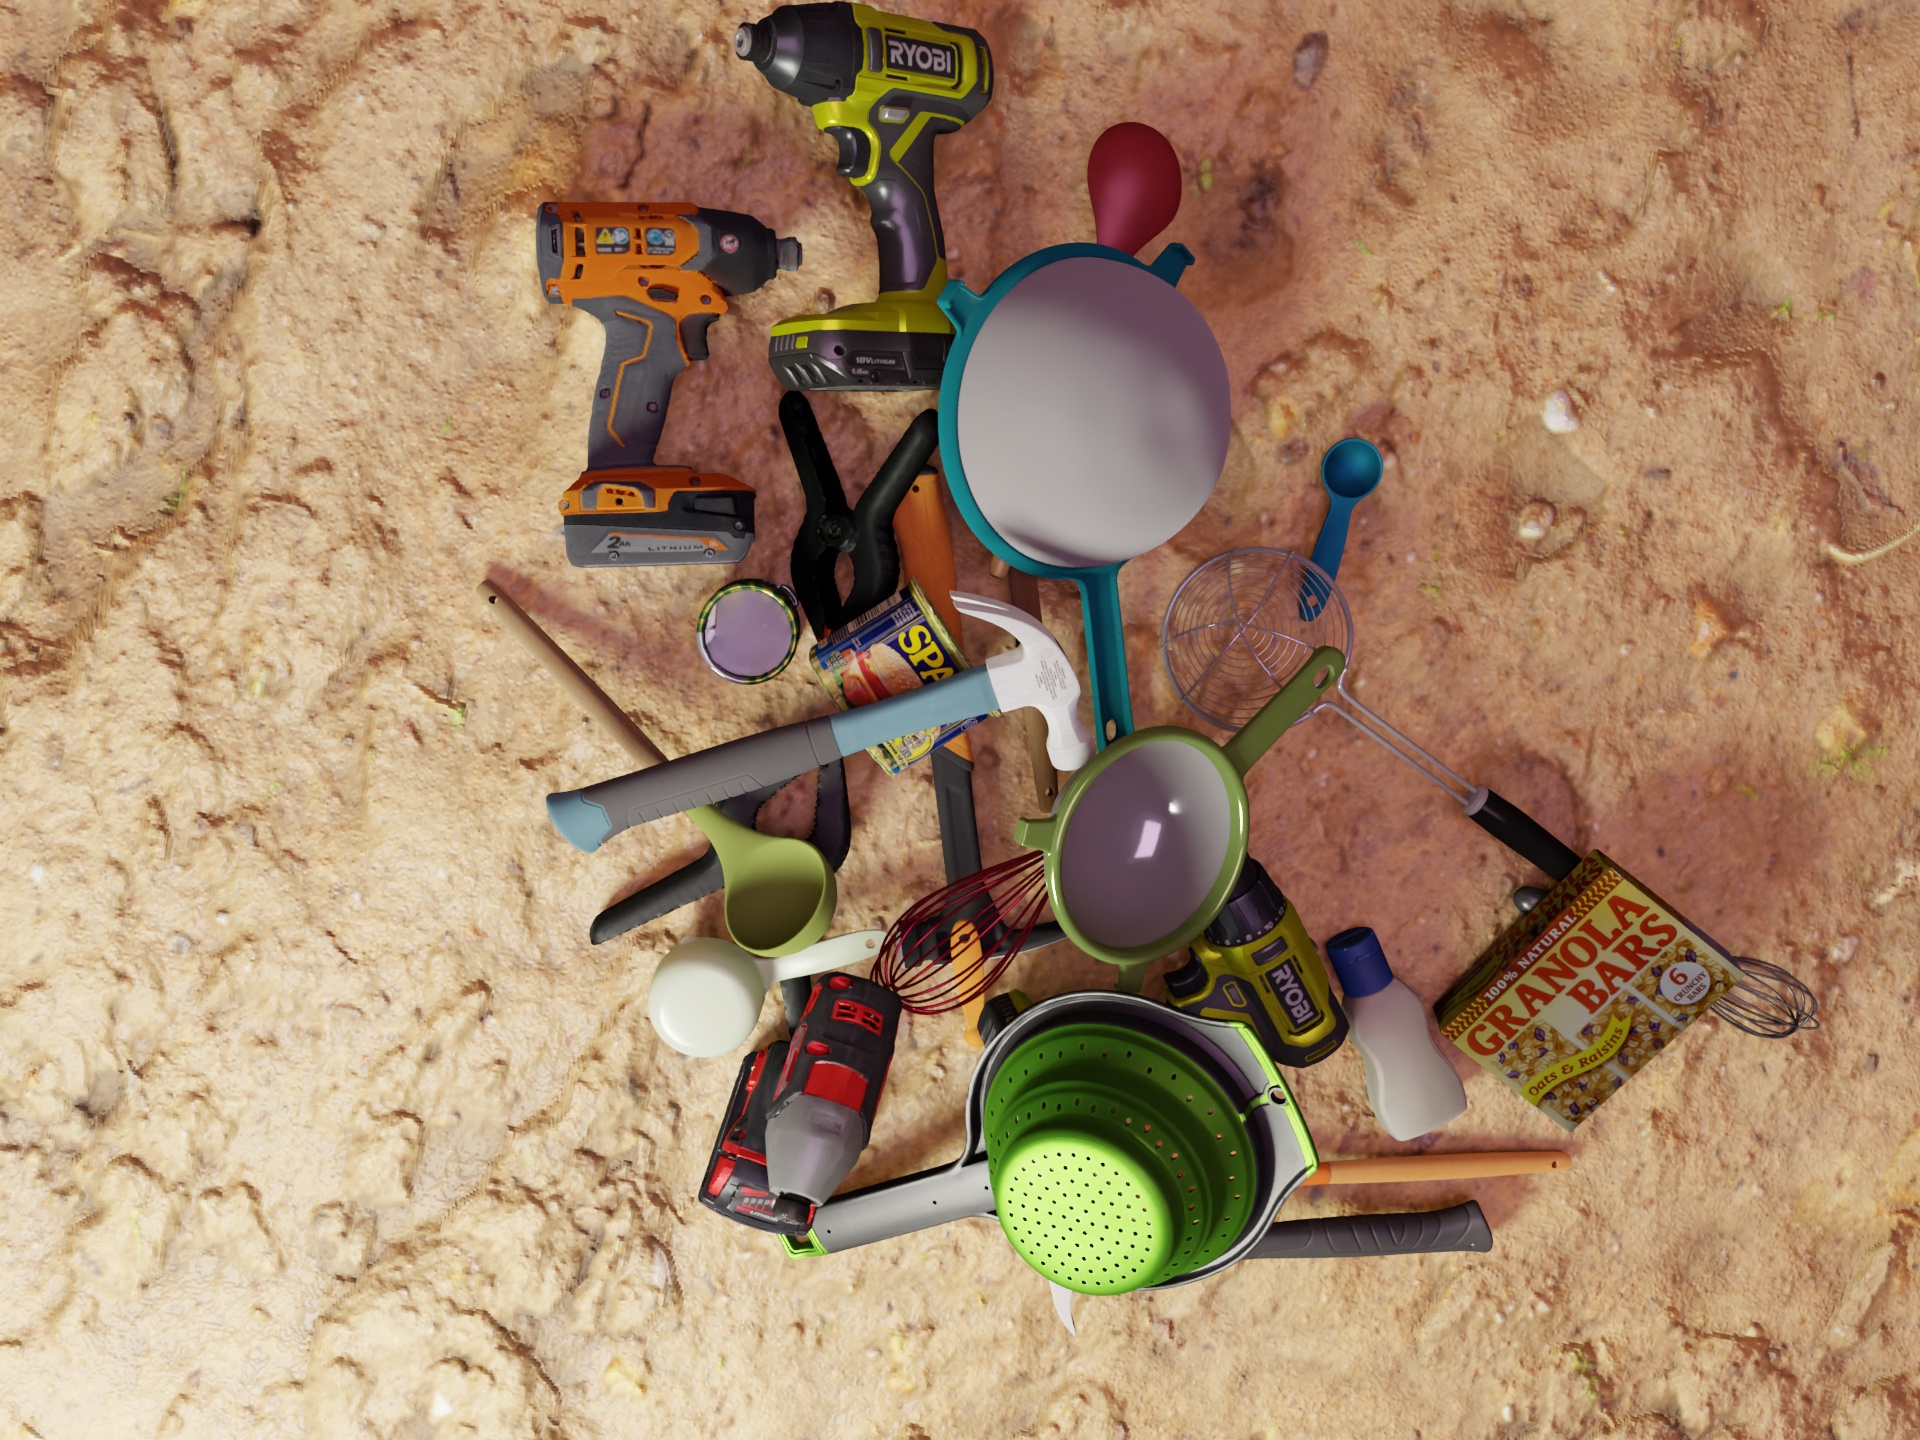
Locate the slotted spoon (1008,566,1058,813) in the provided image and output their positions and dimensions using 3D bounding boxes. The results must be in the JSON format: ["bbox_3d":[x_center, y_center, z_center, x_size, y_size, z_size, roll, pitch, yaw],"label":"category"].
[{"bbox_3d":[0.043,-0.094,1.049,0.070,0.031,0.314,-7,93,-9],"label":"slotted spoon"}]

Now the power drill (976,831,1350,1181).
[{"bbox_3d":[0.131,0.189,1.071,0.228,0.080,0.190,-31,112,-1],"label":"power drill"}]

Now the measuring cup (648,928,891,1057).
[{"bbox_3d":[-0.126,0.171,1.044,0.167,0.038,0.083,-18,103,5],"label":"measuring cup"}]

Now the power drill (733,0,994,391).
[{"bbox_3d":[-0.058,-0.317,0.975,0.171,0.080,0.223,-8,101,-38],"label":"power drill"}]

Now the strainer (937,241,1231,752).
[{"bbox_3d":[0.105,-0.126,1.000,0.211,0.095,0.340,-18,111,-30],"label":"strainer"}]

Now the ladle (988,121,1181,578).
[{"bbox_3d":[0.075,-0.240,1.026,0.069,0.031,0.315,20,88,-18],"label":"ladle"}]

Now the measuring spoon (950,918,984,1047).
[{"bbox_3d":[0.007,0.181,1.080,0.021,0.011,0.116,-9,124,-4],"label":"measuring spoon"}]

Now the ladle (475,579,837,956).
[{"bbox_3d":[-0.201,0.025,1.019,0.078,0.062,0.320,-45,87,0],"label":"ladle"}]

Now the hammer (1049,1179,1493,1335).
[{"bbox_3d":[0.220,0.369,1.118,0.334,0.035,0.146,1,129,-13],"label":"hammer"}]

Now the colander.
[{"bbox_3d":[0.020,0.303,0.994,0.397,0.094,0.204,-25,96,28],"label":"colander"}]

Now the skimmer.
[{"bbox_3d":[0.300,0.014,1.102,0.363,0.090,0.127,34,95,-18],"label":"skimmer"}]

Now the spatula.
[{"bbox_3d":[0.283,0.320,1.143,0.322,0.041,0.081,0,97,-9],"label":"spatula"}]

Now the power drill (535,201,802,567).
[{"bbox_3d":[-0.179,-0.212,1.005,0.164,0.084,0.226,-2,94,-6],"label":"power drill"}]

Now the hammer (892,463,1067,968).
[{"bbox_3d":[-0.002,-0.003,1.069,0.127,0.034,0.337,-8,98,-3],"label":"hammer"}]

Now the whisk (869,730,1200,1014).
[{"bbox_3d":[0.058,0.094,1.036,0.296,0.073,0.073,-37,100,-24],"label":"whisk"}]

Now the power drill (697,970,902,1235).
[{"bbox_3d":[-0.099,0.251,0.988,0.078,0.219,0.143,21,62,-8],"label":"power drill"}]

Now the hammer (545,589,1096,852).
[{"bbox_3d":[-0.089,0.015,0.973,0.331,0.033,0.128,-18,113,0],"label":"hammer"}]

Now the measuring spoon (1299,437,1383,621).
[{"bbox_3d":[0.253,-0.131,1.089,0.042,0.021,0.128,12,105,-7],"label":"measuring spoon"}]

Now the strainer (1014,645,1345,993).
[{"bbox_3d":[0.139,0.036,1.001,0.256,0.069,0.151,-43,120,-16],"label":"strainer"}]

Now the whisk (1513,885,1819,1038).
[{"bbox_3d":[0.502,0.170,1.132,0.239,0.055,0.055,23,95,-4],"label":"whisk"}]
